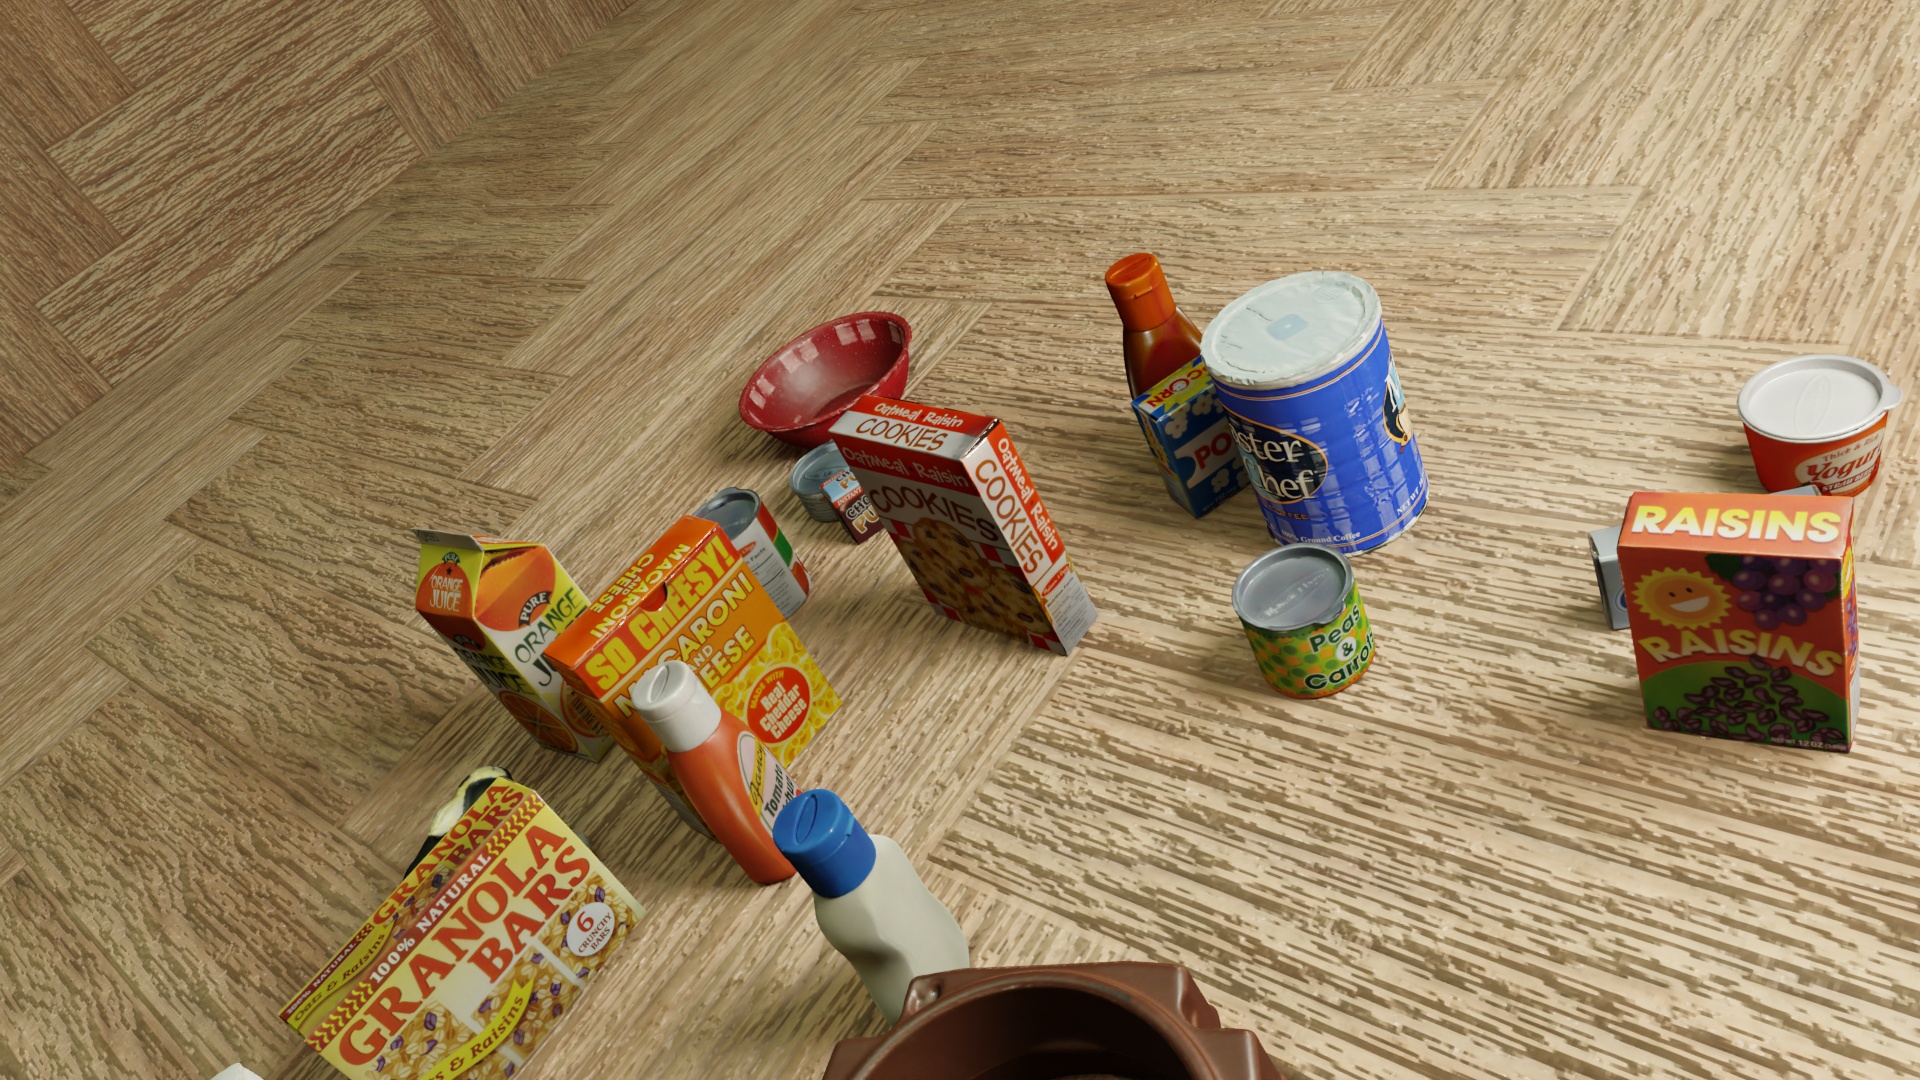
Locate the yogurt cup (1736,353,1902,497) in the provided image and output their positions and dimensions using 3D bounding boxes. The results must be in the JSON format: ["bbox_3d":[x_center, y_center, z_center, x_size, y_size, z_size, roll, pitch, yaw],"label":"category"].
[{"bbox_3d":[0.443,-0.056,0.720,0.072,0.053,0.073,-18,36,14],"label":"yogurt cup"}]

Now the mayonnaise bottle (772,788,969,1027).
[{"bbox_3d":[-0.042,0.179,0.677,0.041,0.147,0.065,-14,38,21],"label":"mayonnaise bottle"}]

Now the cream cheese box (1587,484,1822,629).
[{"bbox_3d":[0.371,0.010,0.688,0.103,0.053,0.024,-14,38,20],"label":"cream cheese box"}]

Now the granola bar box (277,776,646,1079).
[{"bbox_3d":[-0.274,0.237,0.785,0.039,0.123,0.166,10,51,42],"label":"granola bar box"}]

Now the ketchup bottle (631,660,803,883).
[{"bbox_3d":[-0.136,0.131,0.800,0.043,0.148,0.065,-17,37,17],"label":"ketchup bottle"}]

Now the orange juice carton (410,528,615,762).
[{"bbox_3d":[-0.302,0.062,0.962,0.072,0.192,0.073,5,47,39],"label":"orange juice carton"}]

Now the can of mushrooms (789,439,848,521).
[{"bbox_3d":[-0.098,-0.049,1.099,0.071,0.033,0.071,-18,36,14],"label":"can of mushrooms"}]

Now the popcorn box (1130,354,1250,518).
[{"bbox_3d":[0.183,-0.086,0.908,0.127,0.085,0.038,-34,35,-8],"label":"popcorn box"}]

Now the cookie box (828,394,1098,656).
[{"bbox_3d":[0.003,-0.011,0.866,0.123,0.166,0.040,15,54,45],"label":"cookie box"}]

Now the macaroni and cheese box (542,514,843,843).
[{"bbox_3d":[-0.158,0.086,0.857,0.040,0.165,0.124,14,53,44],"label":"macaroni and cheese box"}]

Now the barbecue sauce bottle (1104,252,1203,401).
[{"bbox_3d":[0.138,-0.121,0.928,0.065,0.148,0.044,-26,35,5],"label":"barbecue sauce bottle"}]

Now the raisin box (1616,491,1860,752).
[{"bbox_3d":[0.346,0.035,0.614,0.086,0.123,0.040,4,47,38],"label":"raisin box"}]

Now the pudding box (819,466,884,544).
[{"bbox_3d":[-0.058,-0.042,1.049,0.084,0.049,0.030,-35,35,-8],"label":"pudding box"}]

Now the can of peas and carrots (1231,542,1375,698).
[{"bbox_3d":[0.191,0.045,0.763,0.071,0.058,0.071,-19,36,14],"label":"can of peas and carrots"}]

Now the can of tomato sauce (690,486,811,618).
[{"bbox_3d":[-0.157,0.013,1.018,0.071,0.082,0.071,-19,36,14],"label":"can of tomato sauce"}]
